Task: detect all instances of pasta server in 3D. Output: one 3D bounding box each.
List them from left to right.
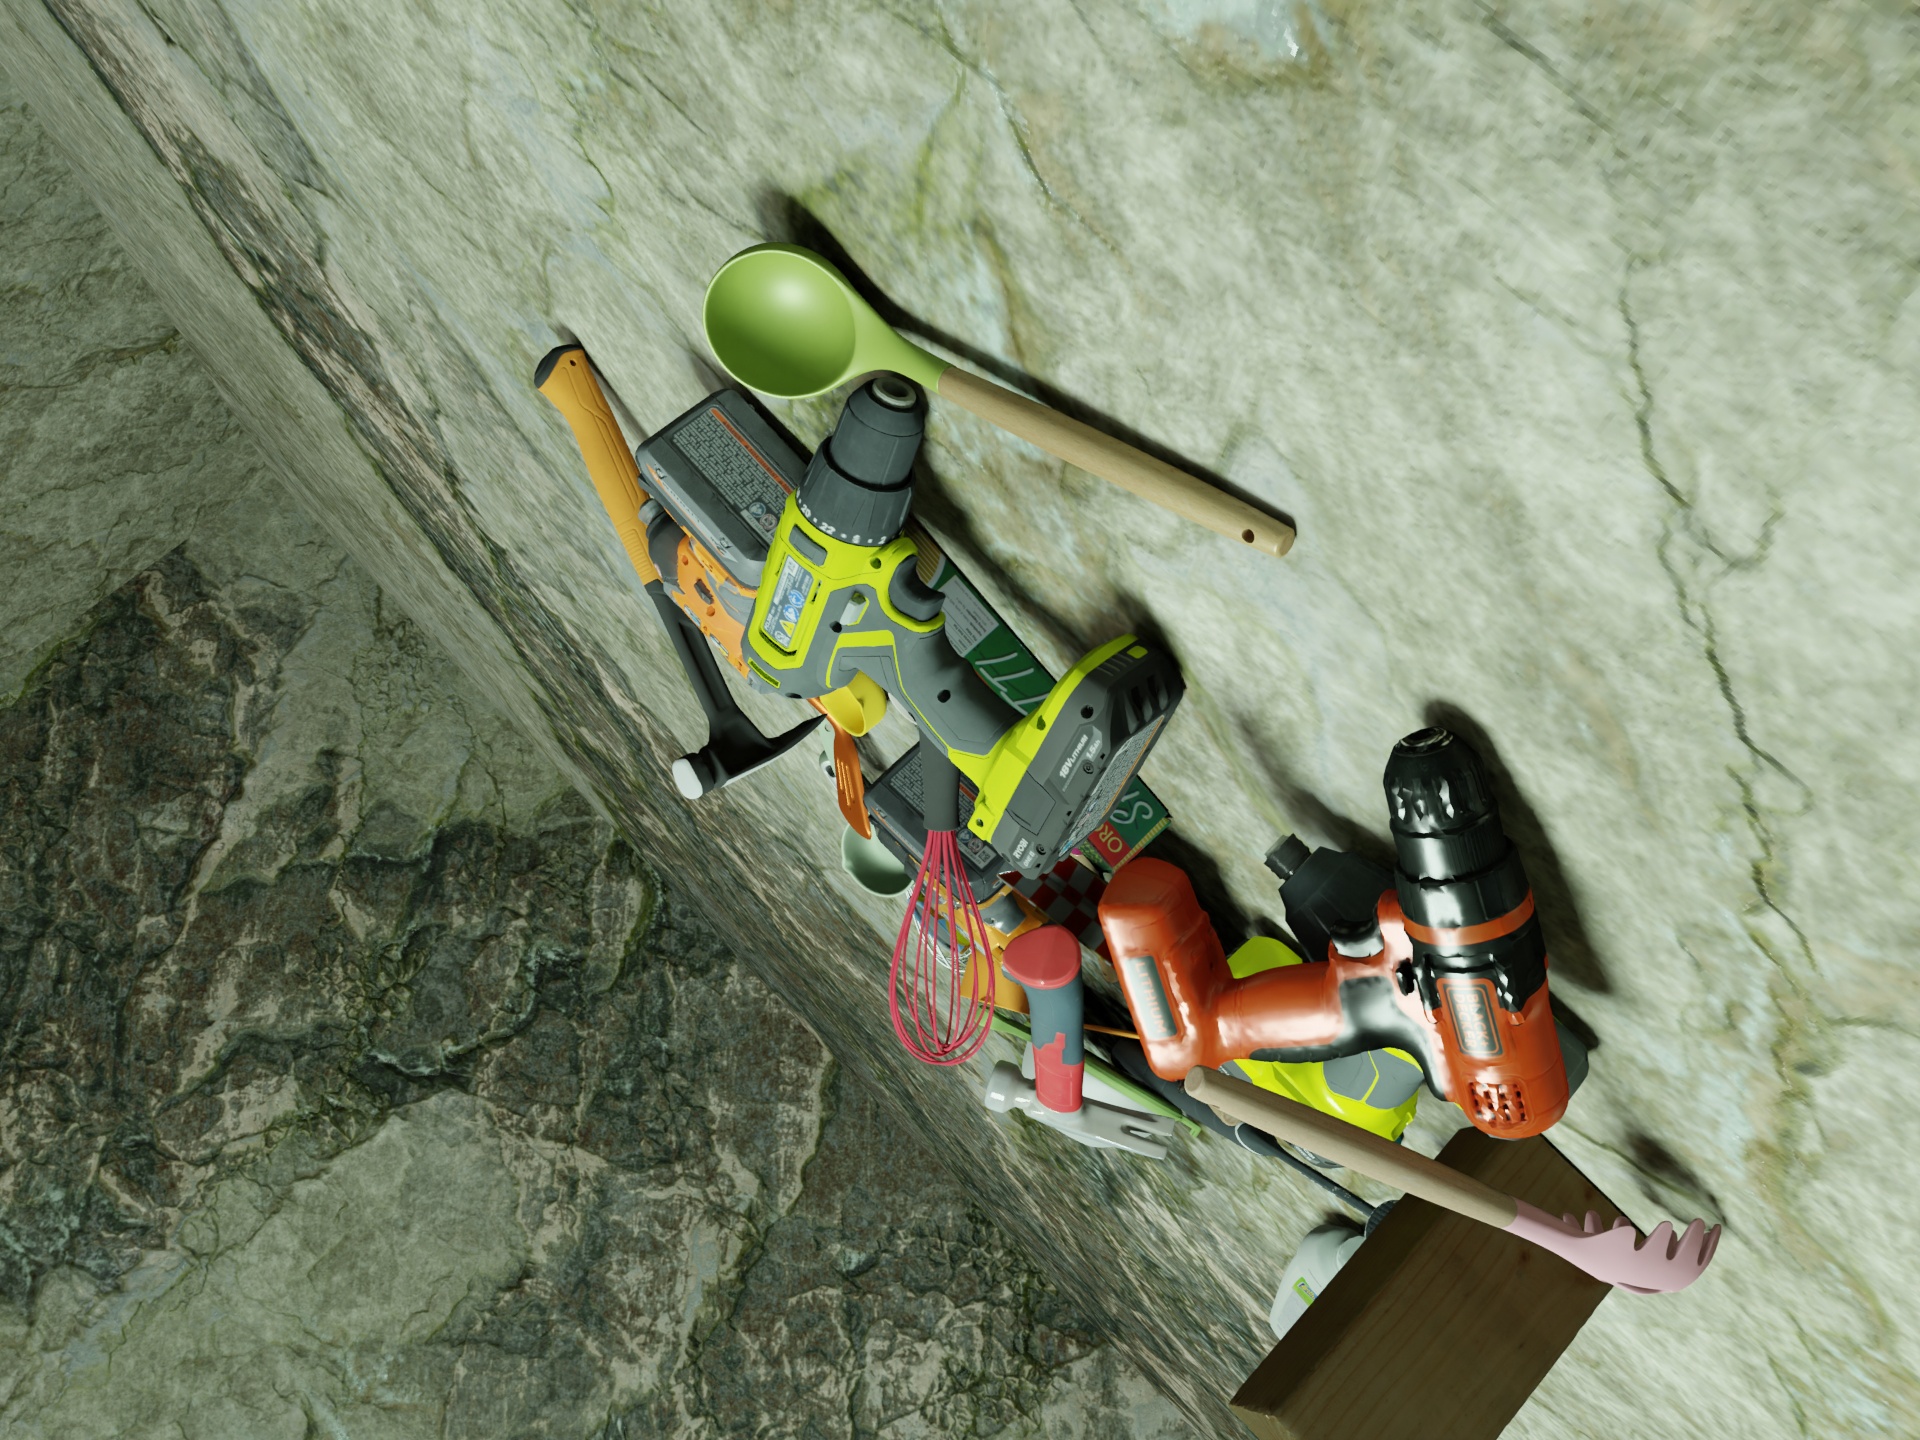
[{"bbox_3d":[0.224,0.203,0.706,0.316,0.040,0.060,27,156,-24],"label":"pasta server"}]

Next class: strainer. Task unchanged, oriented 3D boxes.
[{"bbox_3d":[0.076,0.294,1.290,0.152,0.069,0.256,25,173,43],"label":"strainer"}]

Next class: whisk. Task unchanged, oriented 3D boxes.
[{"bbox_3d":[-0.051,0.126,1.402,0.058,0.059,0.246,-26,105,32],"label":"whisk"},{"bbox_3d":[-0.011,0.085,1.016,0.073,0.073,0.295,22,117,54],"label":"whisk"}]

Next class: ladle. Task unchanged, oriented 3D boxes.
[{"bbox_3d":[0.005,-0.136,0.701,0.320,0.062,0.078,33,138,32],"label":"ladle"}]

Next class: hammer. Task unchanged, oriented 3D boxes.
[{"bbox_3d":[-0.217,-0.118,1.168,0.034,0.127,0.337,-17,100,52],"label":"hammer"},{"bbox_3d":[0.079,0.219,1.050,0.143,0.038,0.386,15,156,11],"label":"hammer"},{"bbox_3d":[0.223,0.301,1.115,0.149,0.036,0.409,33,174,-25],"label":"hammer"}]

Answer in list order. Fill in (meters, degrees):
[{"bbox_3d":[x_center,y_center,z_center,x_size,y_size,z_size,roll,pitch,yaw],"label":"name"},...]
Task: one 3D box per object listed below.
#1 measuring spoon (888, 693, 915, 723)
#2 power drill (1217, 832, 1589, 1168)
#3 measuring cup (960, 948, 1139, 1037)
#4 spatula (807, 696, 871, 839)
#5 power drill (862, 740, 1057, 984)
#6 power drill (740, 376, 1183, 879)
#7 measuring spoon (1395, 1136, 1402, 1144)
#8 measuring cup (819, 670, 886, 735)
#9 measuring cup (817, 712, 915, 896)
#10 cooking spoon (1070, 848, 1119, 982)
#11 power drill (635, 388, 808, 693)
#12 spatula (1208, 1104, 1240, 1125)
[{"bbox_3d":[-0.002,-0.003,1.072,0.124,0.018,0.034,20,148,43],"label":"measuring spoon"},{"bbox_3d":[0.201,0.149,0.824,0.171,0.080,0.223,44,158,11],"label":"power drill"},{"bbox_3d":[0.083,0.218,1.286,0.174,0.052,0.095,8,168,28],"label":"measuring cup"},{"bbox_3d":[-0.147,-0.047,1.248,0.322,0.041,0.081,58,169,-21],"label":"spatula"},{"bbox_3d":[-0.009,0.093,1.186,0.185,0.084,0.226,41,166,24],"label":"power drill"},{"bbox_3d":[-0.005,-0.047,0.818,0.229,0.080,0.190,40,131,16],"label":"power drill"},{"bbox_3d":[0.214,0.261,1.011,0.128,0.021,0.042,9,159,14],"label":"measuring spoon"},{"bbox_3d":[-0.097,-0.062,1.158,0.062,0.029,0.156,7,124,57],"label":"measuring cup"},{"bbox_3d":[-0.077,0.067,1.347,0.083,0.038,0.167,-22,92,33],"label":"measuring cup"},{"bbox_3d":[0.083,0.098,1.073,0.069,0.017,0.318,37,159,33],"label":"cooking spoon"},{"bbox_3d":[-0.157,-0.121,1.049,0.164,0.084,0.226,47,161,8],"label":"power drill"},{"bbox_3d":[0.155,0.226,1.047,0.060,0.018,0.316,46,180,2],"label":"spatula"}]
